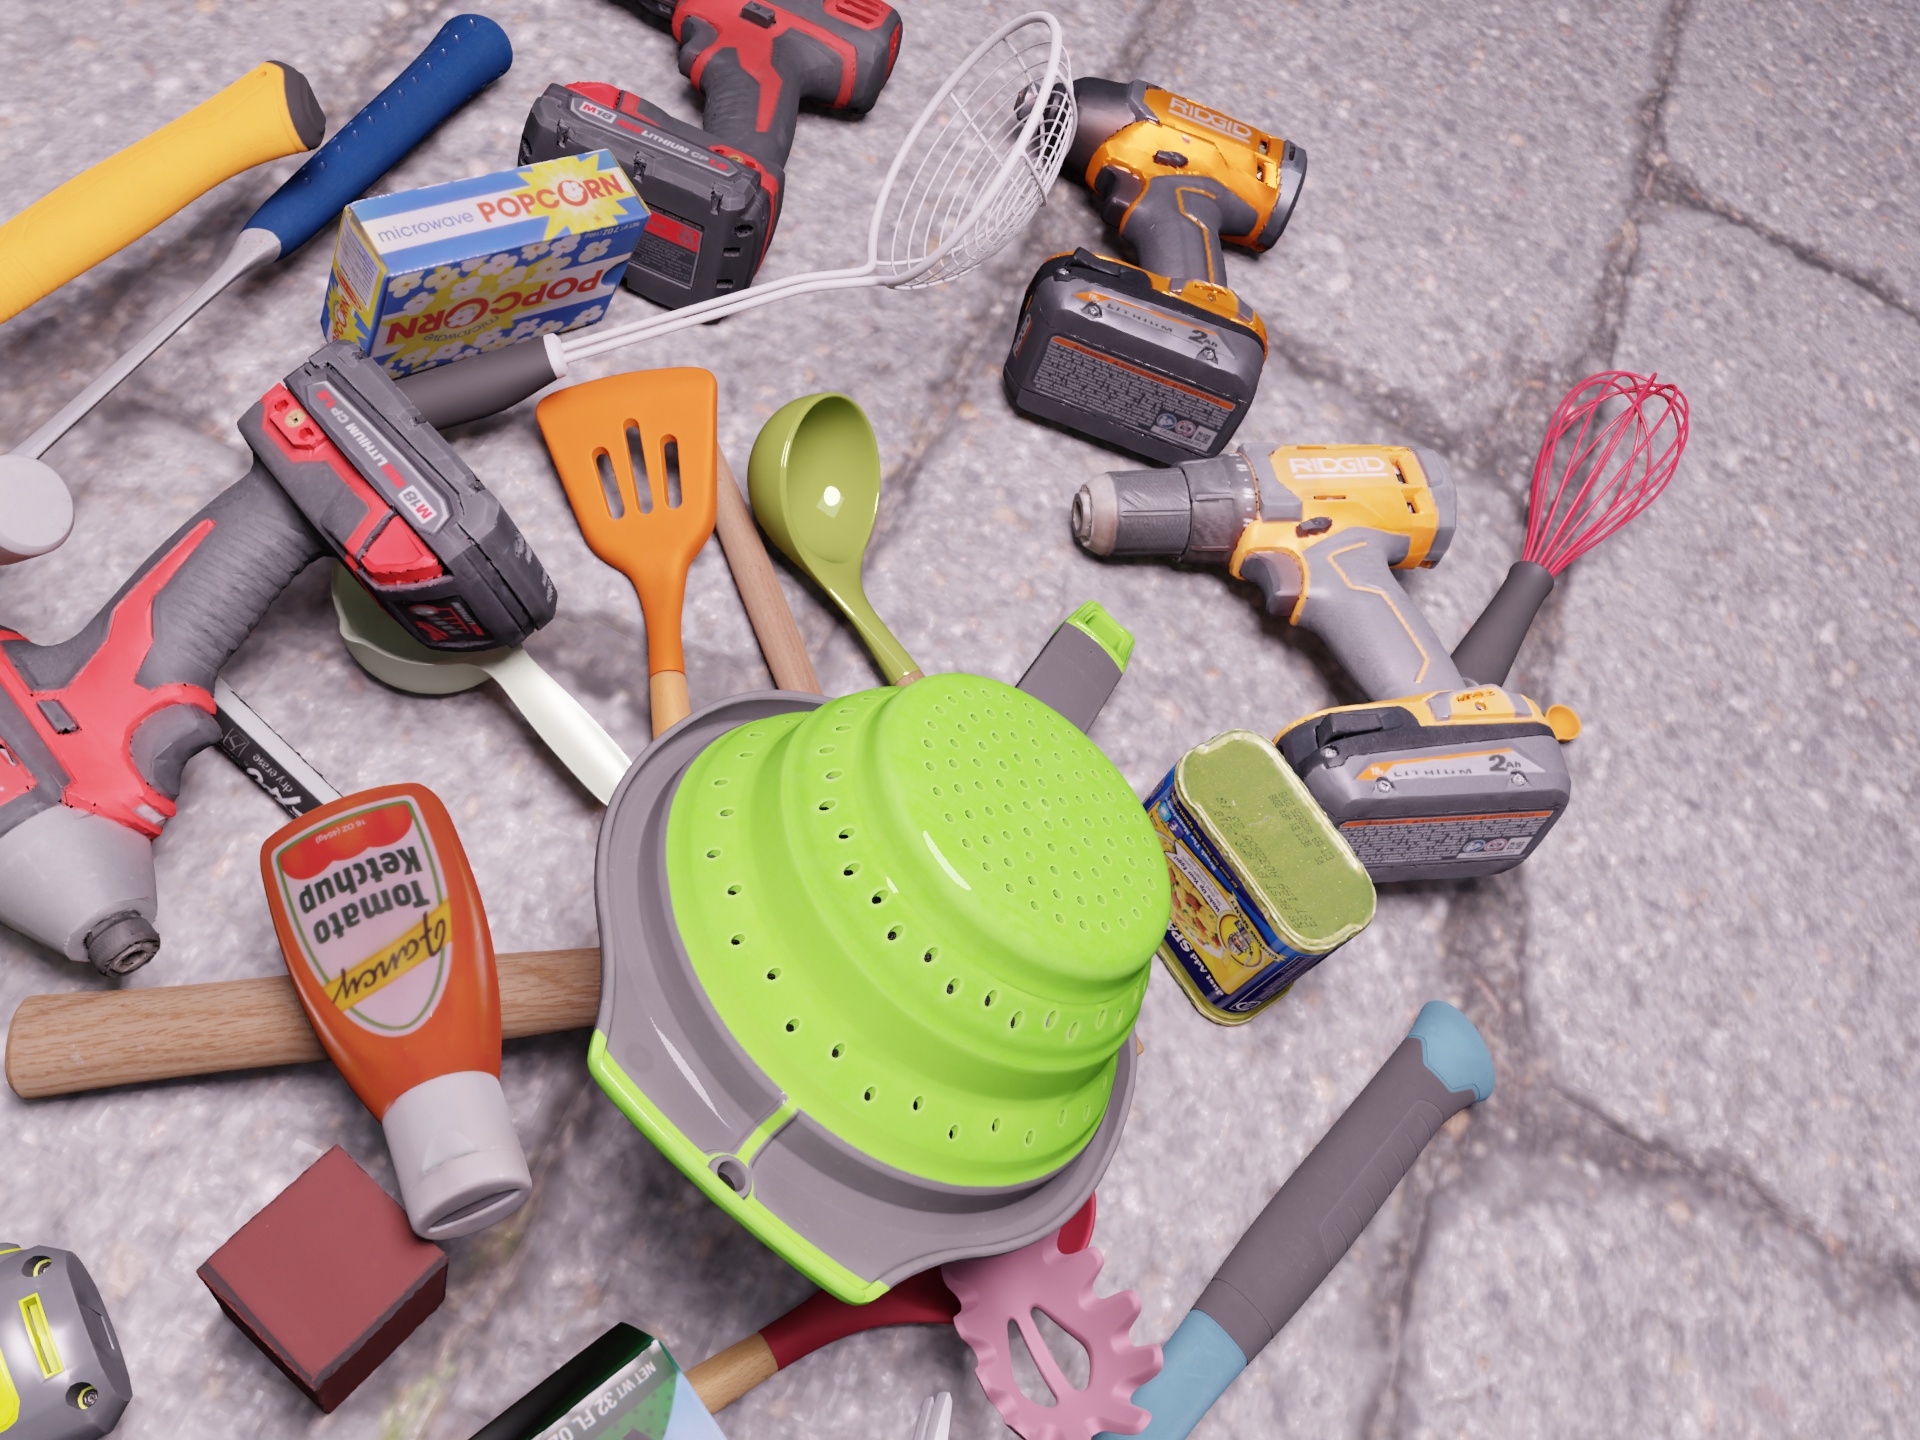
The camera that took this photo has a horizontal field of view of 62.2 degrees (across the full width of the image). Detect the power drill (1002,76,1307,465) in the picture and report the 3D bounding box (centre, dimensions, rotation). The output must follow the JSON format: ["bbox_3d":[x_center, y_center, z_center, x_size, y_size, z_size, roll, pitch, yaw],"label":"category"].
[{"bbox_3d":[0.091,-0.251,0.834,0.164,0.084,0.227,20,54,-6],"label":"power drill"}]

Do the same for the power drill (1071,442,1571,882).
[{"bbox_3d":[0.157,-0.039,0.728,0.185,0.084,0.226,-2,53,-10],"label":"power drill"}]

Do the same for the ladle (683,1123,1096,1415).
[{"bbox_3d":[-0.088,0.230,0.541,0.315,0.031,0.069,-24,67,-25],"label":"ladle"}]

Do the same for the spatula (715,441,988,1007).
[{"bbox_3d":[-0.067,-0.004,0.681,0.059,0.018,0.316,-15,68,-22],"label":"spatula"}]

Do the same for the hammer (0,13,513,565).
[{"bbox_3d":[-0.308,-0.194,0.673,0.035,0.144,0.406,57,39,-34],"label":"hammer"}]

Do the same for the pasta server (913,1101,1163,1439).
[{"bbox_3d":[-0.025,0.119,0.590,0.060,0.040,0.316,-20,60,-20],"label":"pasta server"}]

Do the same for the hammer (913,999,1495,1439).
[{"bbox_3d":[0.106,0.225,0.601,0.128,0.033,0.331,46,59,9],"label":"hammer"}]

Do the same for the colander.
[{"bbox_3d":[0.025,0.018,0.568,0.204,0.094,0.397,42,33,-3],"label":"colander"}]

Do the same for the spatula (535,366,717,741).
[{"bbox_3d":[-0.120,0.001,0.648,0.081,0.041,0.323,-10,66,-1],"label":"spatula"}]

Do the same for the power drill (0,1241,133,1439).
[{"bbox_3d":[-0.379,0.150,0.465,0.190,0.080,0.229,-22,73,-25],"label":"power drill"}]

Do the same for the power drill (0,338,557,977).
[{"bbox_3d":[-0.263,-0.020,0.566,0.219,0.078,0.143,-40,73,-12],"label":"power drill"}]

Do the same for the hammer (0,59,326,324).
[{"bbox_3d":[-0.388,-0.157,0.604,0.127,0.034,0.337,31,63,27],"label":"hammer"}]

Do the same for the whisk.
[{"bbox_3d":[0.305,-0.087,0.824,0.073,0.073,0.296,36,64,4],"label":"whisk"}]

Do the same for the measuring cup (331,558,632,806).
[{"bbox_3d":[-0.183,-0.015,0.640,0.167,0.038,0.083,46,59,8],"label":"measuring cup"}]

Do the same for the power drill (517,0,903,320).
[{"bbox_3d":[-0.145,-0.325,0.803,0.188,0.080,0.227,23,55,-5],"label":"power drill"}]

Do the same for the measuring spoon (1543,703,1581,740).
[{"bbox_3d":[0.260,0.022,0.777,0.117,0.011,0.021,-26,74,-24],"label":"measuring spoon"}]

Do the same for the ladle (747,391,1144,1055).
[{"bbox_3d":[-0.001,-0.002,0.680,0.320,0.062,0.078,59,26,14],"label":"ladle"}]

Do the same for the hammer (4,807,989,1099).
[{"bbox_3d":[-0.154,0.094,0.561,0.331,0.031,0.130,-4,53,-9],"label":"hammer"}]

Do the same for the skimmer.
[{"bbox_3d":[-0.122,-0.199,0.669,0.363,0.090,0.127,-19,36,-4],"label":"skimmer"}]
